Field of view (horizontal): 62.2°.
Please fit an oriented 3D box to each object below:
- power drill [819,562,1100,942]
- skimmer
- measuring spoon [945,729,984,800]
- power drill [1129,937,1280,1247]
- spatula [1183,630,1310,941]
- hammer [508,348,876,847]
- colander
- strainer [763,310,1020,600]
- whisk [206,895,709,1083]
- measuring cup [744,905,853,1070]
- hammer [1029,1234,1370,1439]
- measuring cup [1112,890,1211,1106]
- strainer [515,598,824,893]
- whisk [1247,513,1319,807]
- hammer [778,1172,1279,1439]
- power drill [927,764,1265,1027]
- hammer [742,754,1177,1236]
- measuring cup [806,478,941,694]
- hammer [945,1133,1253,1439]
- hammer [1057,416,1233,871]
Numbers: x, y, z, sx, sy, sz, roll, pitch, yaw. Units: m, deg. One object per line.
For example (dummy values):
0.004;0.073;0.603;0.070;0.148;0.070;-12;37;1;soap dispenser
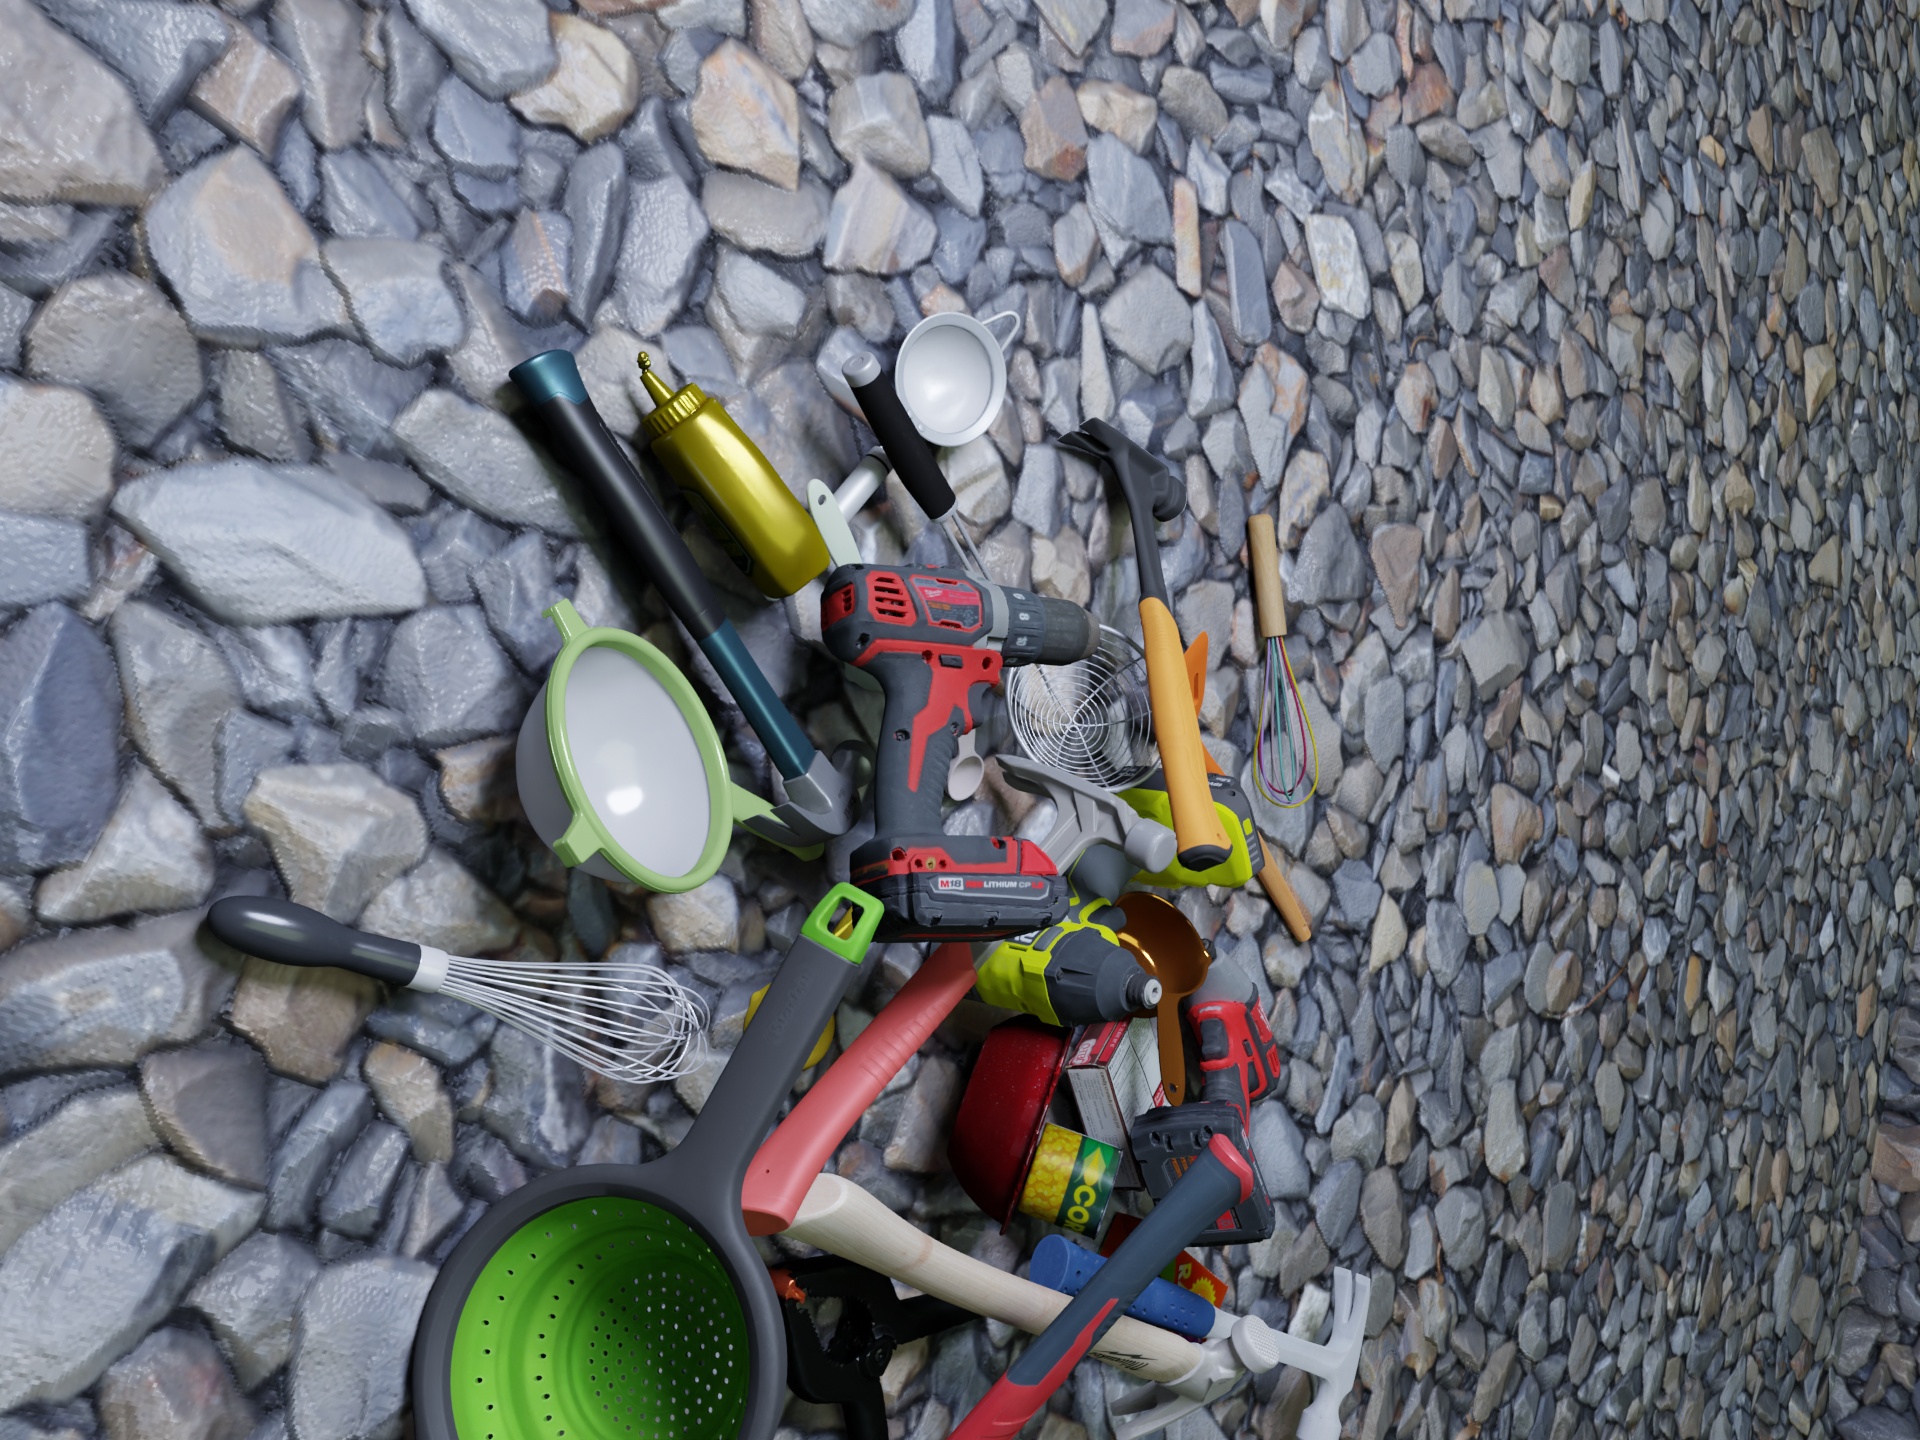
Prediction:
0.011;0.017;0.965;0.187;0.080;0.227;4;73;-31;power drill
0.036;-0.093;1.043;0.127;0.090;0.362;-56;135;-25;skimmer
-0.002;-0.003;1.067;0.034;0.018;0.124;-25;126;-38;measuring spoon
0.192;0.273;1.197;0.220;0.078;0.143;-63;136;-58;power drill
0.228;0.070;1.290;0.081;0.041;0.322;-52;125;-30;spatula
-0.151;-0.065;0.914;0.330;0.033;0.128;59;24;-21;hammer
-0.140;0.274;0.865;0.397;0.204;0.094;-61;160;-8;colander
-0.049;-0.173;1.022;0.086;0.050;0.258;50;66;-30;strainer
-0.251;0.139;0.836;0.284;0.070;0.070;24;75;-37;whisk
-0.077;0.156;1.013;0.156;0.029;0.062;-53;124;-25;measuring cup
0.196;0.458;1.224;0.405;0.035;0.144;33;70;-38;hammer
0.134;0.209;1.151;0.095;0.052;0.174;21;45;-23;measuring cup
-0.170;0.046;0.909;0.256;0.069;0.152;36;39;-56;strainer
0.258;-0.048;1.316;0.051;0.047;0.245;-12;96;-54;whisk
0.033;0.391;1.054;0.410;0.146;0.038;34;28;-32;hammer
0.107;0.123;1.093;0.223;0.171;0.080;-39;121;-39;power drill
-0.025;0.167;0.995;0.359;0.149;0.036;-46;137;-24;hammer
-0.051;-0.083;1.001;0.083;0.038;0.167;-49;135;-25;measuring cup
0.038;0.407;1.001;0.143;0.038;0.386;35;98;-30;hammer
0.137;-0.055;1.105;0.127;0.034;0.337;26;48;-44;hammer
